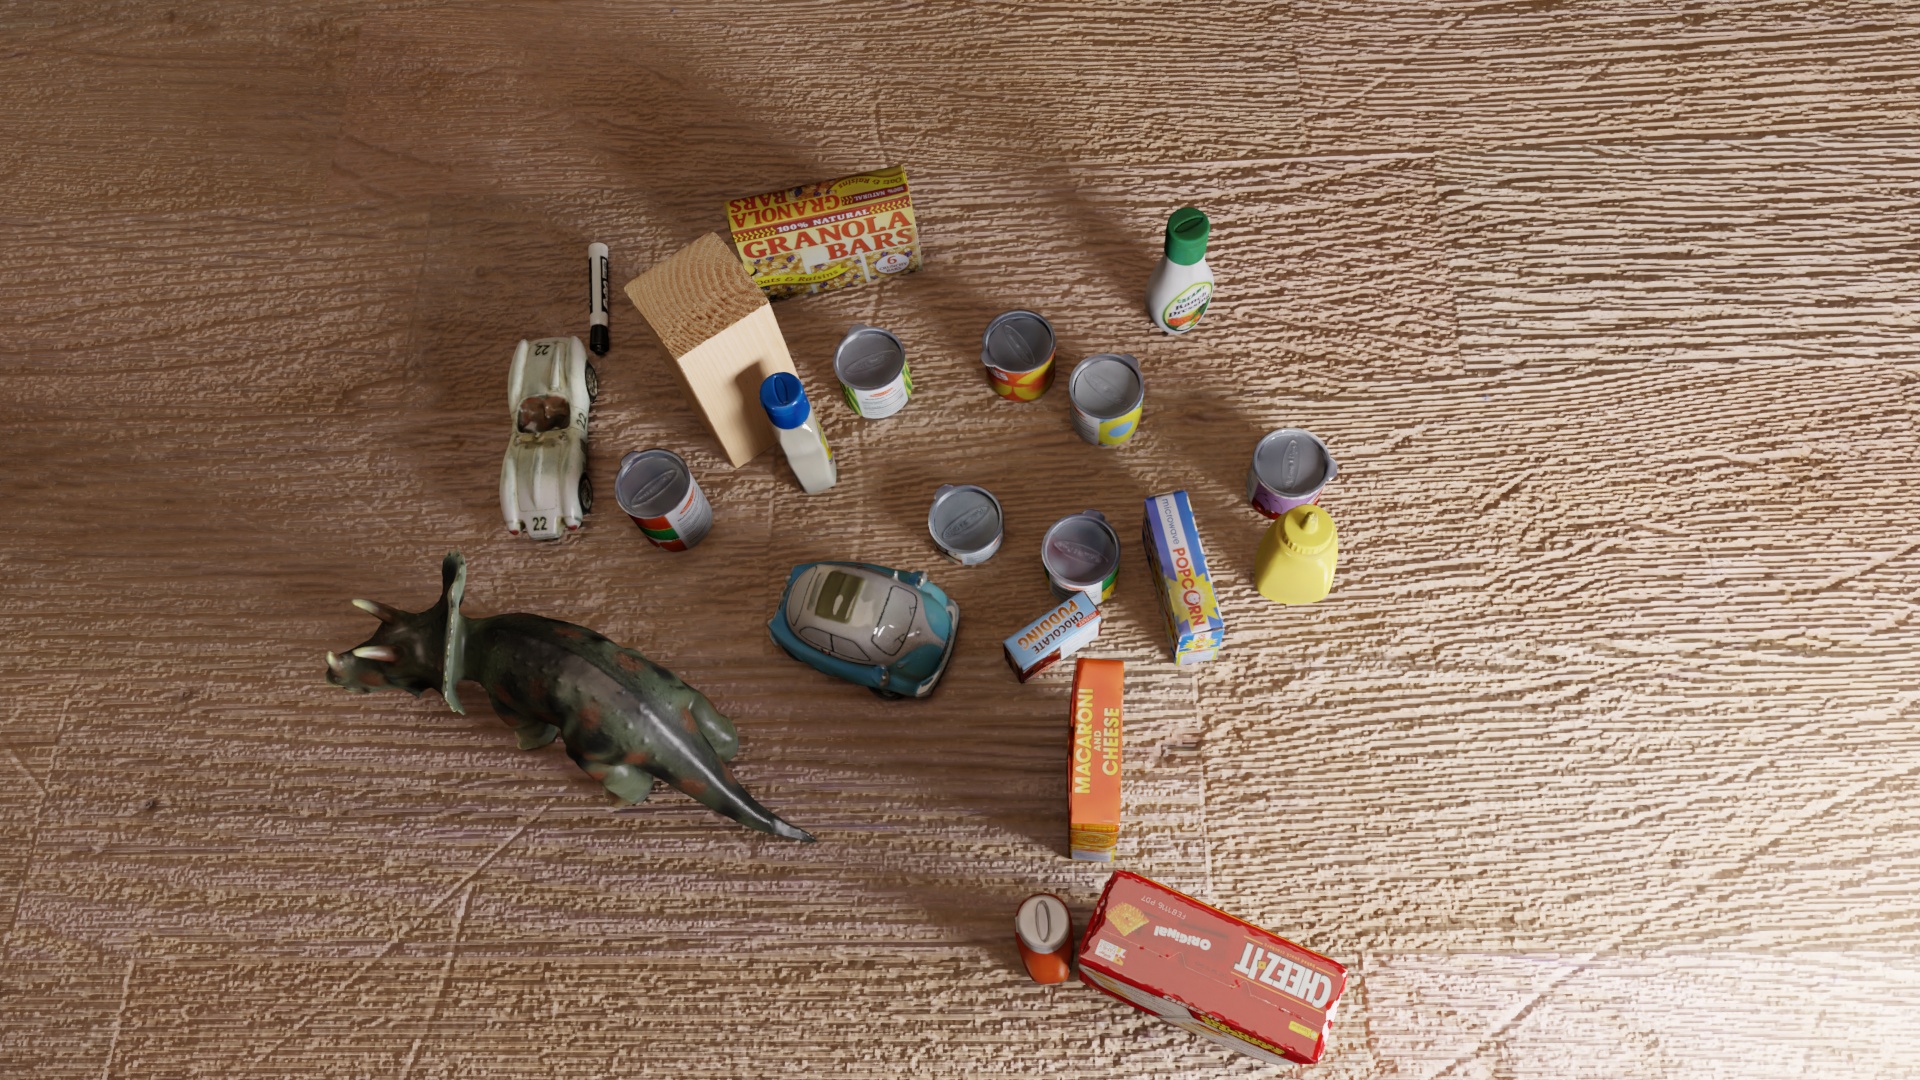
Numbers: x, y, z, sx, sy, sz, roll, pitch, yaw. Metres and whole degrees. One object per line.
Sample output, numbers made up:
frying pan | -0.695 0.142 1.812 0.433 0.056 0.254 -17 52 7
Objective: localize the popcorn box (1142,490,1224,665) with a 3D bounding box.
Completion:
popcorn box | 0.184 0.032 1.162 0.038 0.085 0.127 -12 67 0

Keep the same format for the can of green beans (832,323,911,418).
can of green beans | -0.080 -0.153 1.275 0.071 0.057 0.071 -2 68 4

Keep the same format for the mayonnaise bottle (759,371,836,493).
mayonnaise bottle | -0.141 -0.096 1.208 0.041 0.147 0.065 -18 68 -2

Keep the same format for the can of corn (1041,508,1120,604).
can of corn | 0.104 0.016 1.190 0.071 0.058 0.071 -2 68 4

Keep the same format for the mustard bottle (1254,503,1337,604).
mustard bottle | 0.276 0.007 1.124 0.065 0.159 0.049 6 69 7

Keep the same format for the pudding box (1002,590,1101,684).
pudding box | 0.078 0.082 1.169 0.084 0.049 0.030 -32 69 -8

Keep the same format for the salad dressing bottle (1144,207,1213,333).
salad dressing bottle | 0.197 -0.240 1.238 0.064 0.147 0.044 -27 69 -6

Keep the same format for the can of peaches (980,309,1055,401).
can of peaches | 0.052 -0.167 1.269 0.071 0.058 0.071 -2 68 4

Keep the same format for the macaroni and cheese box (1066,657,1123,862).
macaroni and cheese box | 0.103 0.173 1.067 0.040 0.166 0.124 2 68 6

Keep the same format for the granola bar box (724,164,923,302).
granola bar box | -0.123 -0.283 1.295 0.166 0.123 0.039 -12 68 0

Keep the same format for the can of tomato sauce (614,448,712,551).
can of tomato sauce | -0.263 -0.035 1.228 0.071 0.082 0.071 -2 68 4

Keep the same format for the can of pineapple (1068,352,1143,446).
can of pineapple | 0.132 -0.126 1.246 0.071 0.057 0.071 -2 68 4

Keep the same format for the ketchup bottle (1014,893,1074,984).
ketchup bottle | 0.062 0.292 1.031 0.043 0.148 0.065 -5 68 3

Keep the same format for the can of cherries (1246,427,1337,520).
can of cherries | 0.286 -0.055 1.204 0.071 0.058 0.072 -2 68 4

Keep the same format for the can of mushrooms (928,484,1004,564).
can of mushrooms | 0.004 -0.015 1.224 0.071 0.033 0.071 -2 68 4
